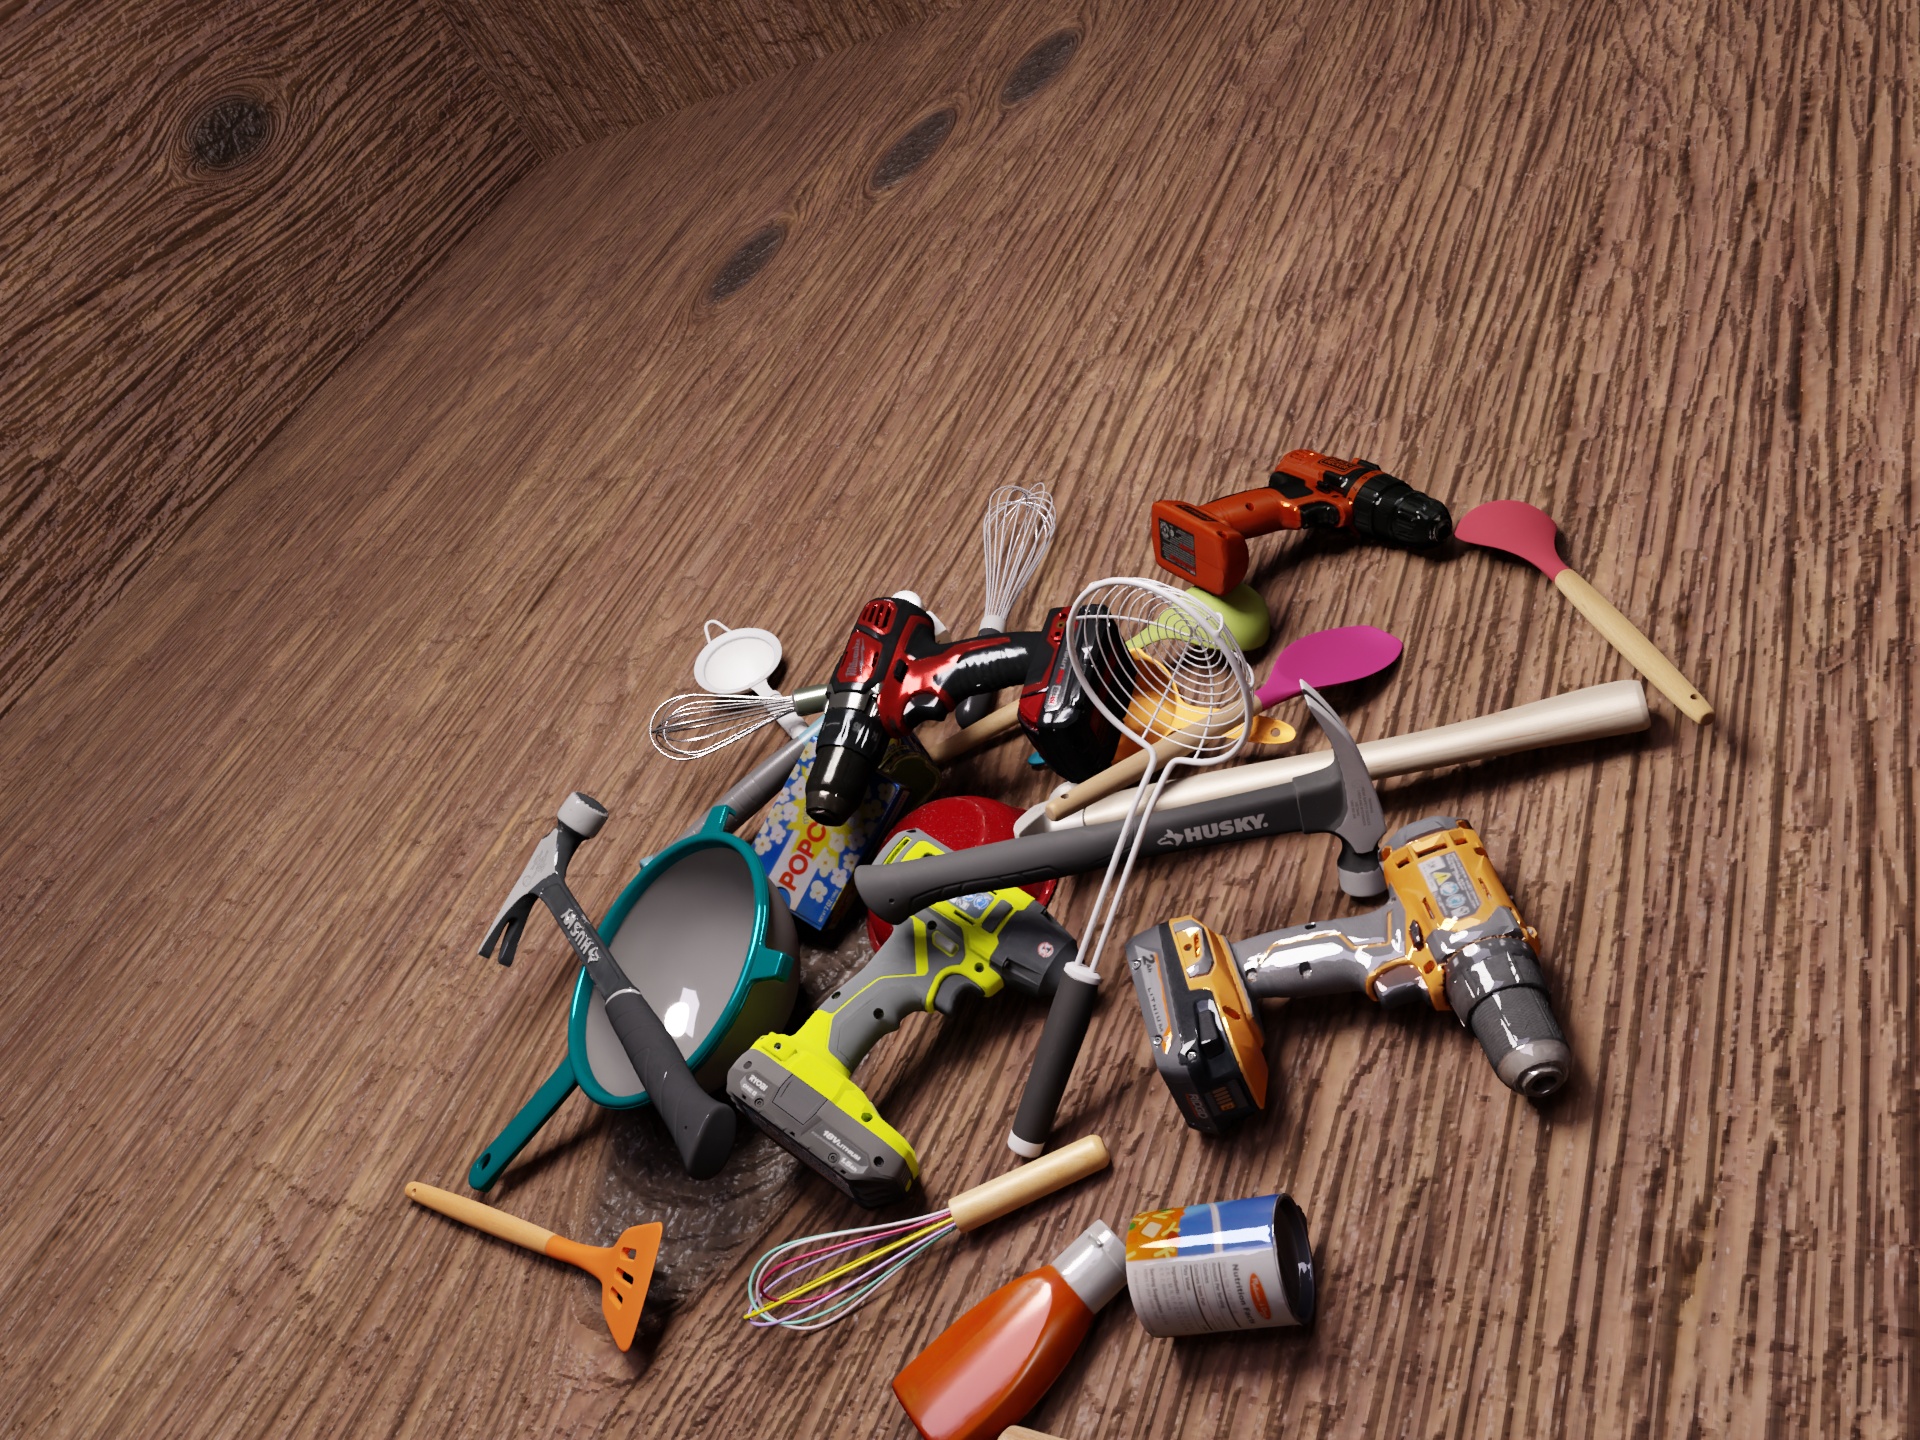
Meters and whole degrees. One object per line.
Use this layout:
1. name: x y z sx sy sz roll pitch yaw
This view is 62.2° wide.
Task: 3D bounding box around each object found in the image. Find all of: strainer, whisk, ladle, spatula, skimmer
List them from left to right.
1. spatula: -0.308 0.363 1.121 0.323 0.041 0.081 1 70 40
2. strainer: -0.228 0.241 1.177 0.340 0.095 0.211 -48 37 12
3. strainer: -0.176 -0.019 1.467 0.087 0.050 0.259 -31 40 -13
4. whisk: -0.152 -0.014 1.393 0.246 0.057 0.059 -13 77 -3
5. whisk: -0.023 0.310 0.970 0.245 0.047 0.051 -26 48 3
6. whisk: 0.034 -0.103 1.396 0.070 0.070 0.285 -9 47 30
7. ladle: 0.097 -0.023 1.271 0.320 0.062 0.078 -29 26 18
8. skimmer: 0.075 0.096 0.935 0.127 0.090 0.363 24 102 33
9. ladle: 0.417 -0.083 1.070 0.069 0.031 0.316 -12 33 -2

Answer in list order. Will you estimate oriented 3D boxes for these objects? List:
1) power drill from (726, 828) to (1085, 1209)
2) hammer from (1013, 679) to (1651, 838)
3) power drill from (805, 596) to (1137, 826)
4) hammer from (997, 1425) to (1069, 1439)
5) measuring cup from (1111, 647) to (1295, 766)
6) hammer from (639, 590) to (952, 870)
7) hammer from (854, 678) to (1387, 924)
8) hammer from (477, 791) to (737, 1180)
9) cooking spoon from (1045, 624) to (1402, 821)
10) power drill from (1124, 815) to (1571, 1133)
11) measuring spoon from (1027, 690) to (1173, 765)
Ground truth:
1. power drill: -0.030 0.197 1.045 0.171 0.080 0.223 30 67 22
2. hammer: 0.235 0.036 1.049 0.410 0.038 0.146 -13 6 20
3. power drill: -0.002 -0.004 1.155 0.227 0.080 0.188 2 58 28
4. hammer: 0.158 0.385 0.752 0.331 0.031 0.130 -5 44 34
5. measuring cup: 0.164 0.005 1.169 0.174 0.052 0.095 10 72 24
6. hammer: -0.139 0.029 1.325 0.331 0.128 0.033 -41 61 2
7. hammer: 0.096 0.073 1.008 0.335 0.146 0.035 -12 26 9
8. hammer: -0.249 0.193 1.129 0.149 0.036 0.409 -55 37 2
9. cooking spoon: 0.186 -0.001 1.107 0.319 0.017 0.069 -26 38 -26
10. power drill: 0.224 0.164 0.922 0.226 0.084 0.186 -22 39 8
11. measuring spoon: 0.108 0.005 1.236 0.128 0.021 0.042 -21 37 13
